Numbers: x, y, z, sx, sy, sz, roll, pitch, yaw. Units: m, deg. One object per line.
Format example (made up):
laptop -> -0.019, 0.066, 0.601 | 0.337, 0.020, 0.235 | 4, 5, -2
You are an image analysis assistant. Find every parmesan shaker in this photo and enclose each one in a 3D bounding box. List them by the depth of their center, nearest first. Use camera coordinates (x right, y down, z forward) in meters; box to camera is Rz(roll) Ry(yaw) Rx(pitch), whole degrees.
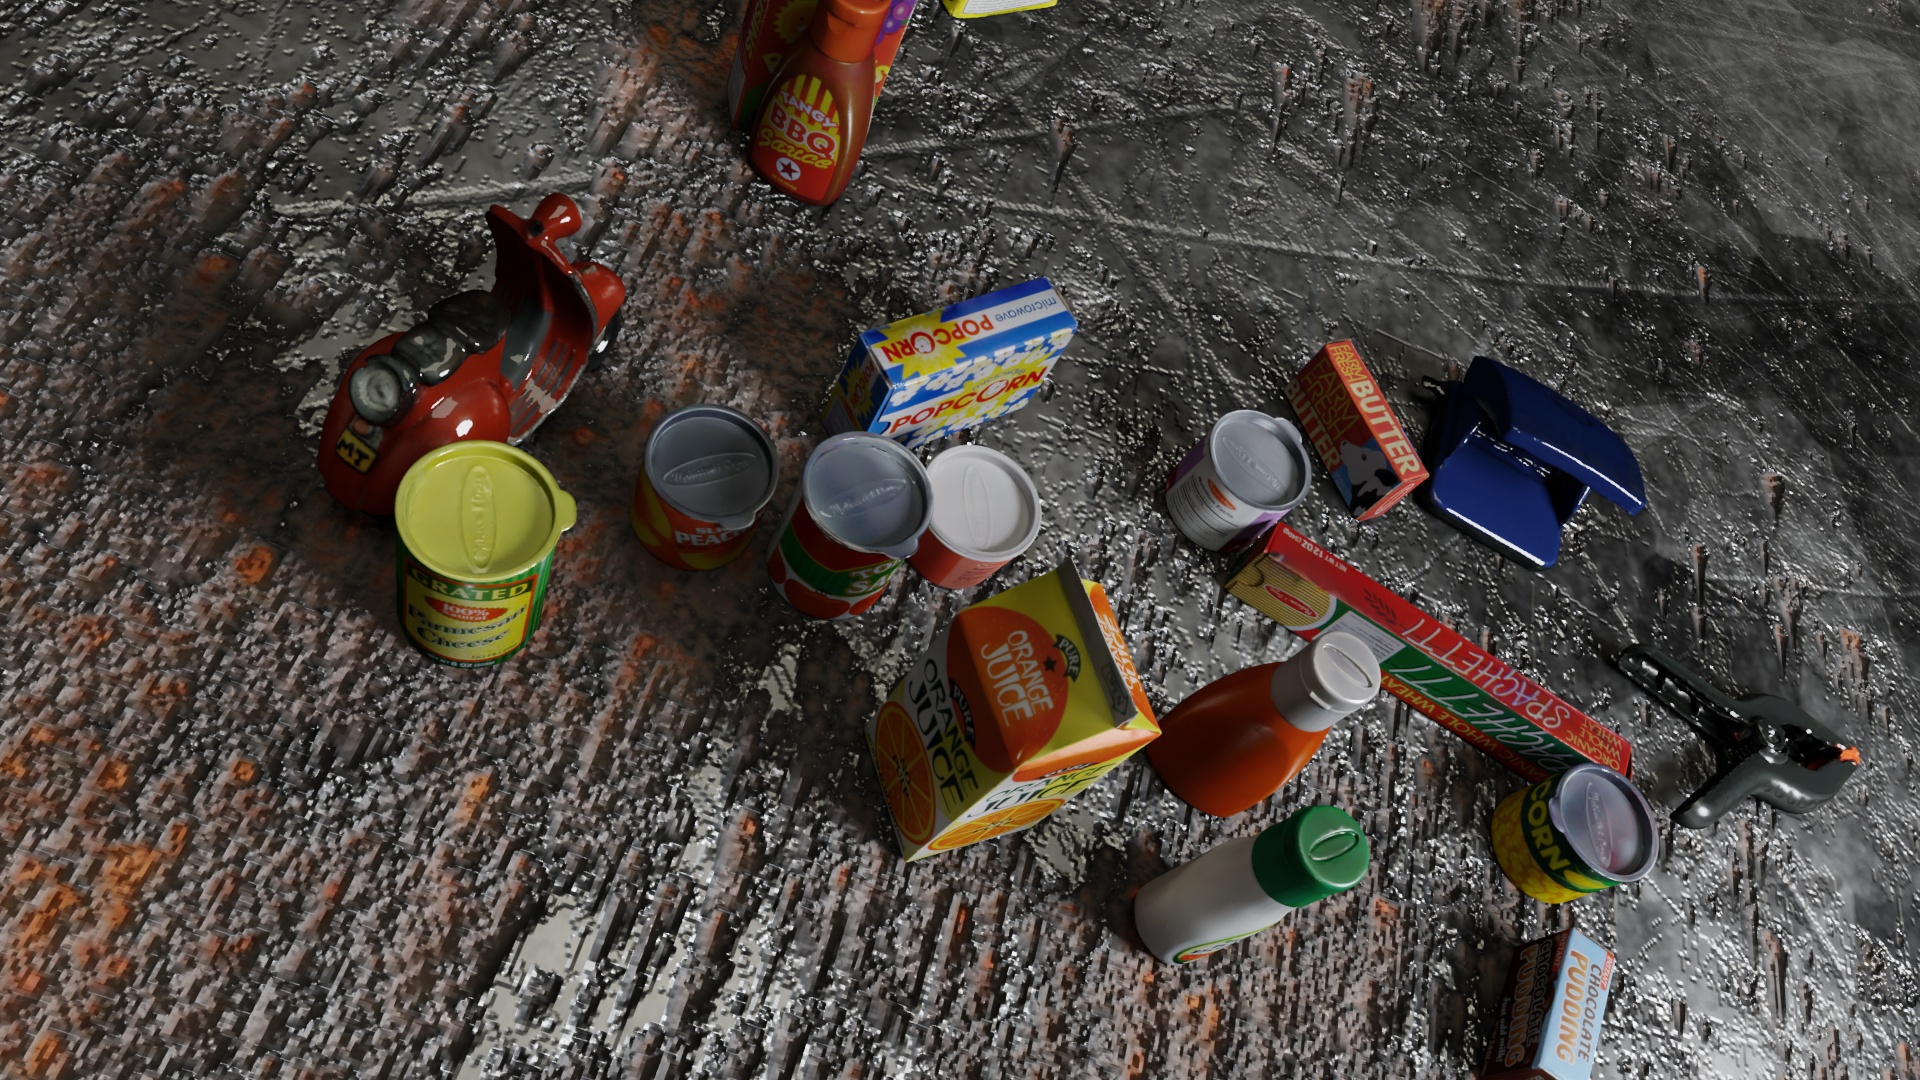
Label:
parmesan shaker -> -0.212, 0.010, 0.616 | 0.071, 0.102, 0.071 | 9, 60, -17

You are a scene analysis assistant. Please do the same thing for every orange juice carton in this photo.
orange juice carton -> 0.024, 0.078, 0.619 | 0.073, 0.191, 0.072 | -9, 67, -26

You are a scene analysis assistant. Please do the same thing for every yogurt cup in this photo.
yogurt cup -> 0.003, -0.009, 0.740 | 0.072, 0.053, 0.073 | 9, 60, -17

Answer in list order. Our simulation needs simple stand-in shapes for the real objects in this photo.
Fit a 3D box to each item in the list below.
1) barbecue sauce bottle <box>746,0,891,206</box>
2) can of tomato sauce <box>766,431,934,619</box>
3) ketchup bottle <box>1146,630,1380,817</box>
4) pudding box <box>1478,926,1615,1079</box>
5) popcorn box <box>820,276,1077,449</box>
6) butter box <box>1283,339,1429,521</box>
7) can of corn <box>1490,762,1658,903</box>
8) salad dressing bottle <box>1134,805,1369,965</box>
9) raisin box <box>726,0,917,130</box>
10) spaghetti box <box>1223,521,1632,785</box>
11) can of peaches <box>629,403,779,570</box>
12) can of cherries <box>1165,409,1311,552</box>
barbecue sauce bottle -> -0.077, -0.257, 0.787 | 0.065, 0.147, 0.044 | 31, 57, -4
can of tomato sauce -> -0.056, -0.004, 0.697 | 0.071, 0.082, 0.071 | 9, 60, -17
ketchup bottle -> 0.150, 0.090, 0.688 | 0.065, 0.148, 0.044 | 41, 57, 3
pudding box -> 0.307, 0.249, 0.723 | 0.030, 0.049, 0.084 | 35, 56, -1
popcorn box -> -0.006, -0.092, 0.763 | 0.127, 0.084, 0.038 | -22, 73, -30
butter box -> 0.246, -0.069, 0.869 | 0.024, 0.053, 0.104 | -14, 69, -27
can of corn -> 0.340, 0.164, 0.777 | 0.071, 0.058, 0.071 | 9, 60, -17
salad dressing bottle -> 0.132, 0.160, 0.644 | 0.064, 0.147, 0.044 | -14, 70, -27
raisin box -> -0.084, -0.294, 0.818 | 0.086, 0.122, 0.040 | -1, 64, -22
spaghetti box -> 0.271, 0.074, 0.804 | 0.250, 0.050, 0.029 | 32, 57, -3
can of peaches -> -0.128, -0.024, 0.694 | 0.071, 0.057, 0.071 | 9, 60, -17
can of cherries -> 0.164, -0.035, 0.815 | 0.071, 0.058, 0.072 | 9, 60, -17
